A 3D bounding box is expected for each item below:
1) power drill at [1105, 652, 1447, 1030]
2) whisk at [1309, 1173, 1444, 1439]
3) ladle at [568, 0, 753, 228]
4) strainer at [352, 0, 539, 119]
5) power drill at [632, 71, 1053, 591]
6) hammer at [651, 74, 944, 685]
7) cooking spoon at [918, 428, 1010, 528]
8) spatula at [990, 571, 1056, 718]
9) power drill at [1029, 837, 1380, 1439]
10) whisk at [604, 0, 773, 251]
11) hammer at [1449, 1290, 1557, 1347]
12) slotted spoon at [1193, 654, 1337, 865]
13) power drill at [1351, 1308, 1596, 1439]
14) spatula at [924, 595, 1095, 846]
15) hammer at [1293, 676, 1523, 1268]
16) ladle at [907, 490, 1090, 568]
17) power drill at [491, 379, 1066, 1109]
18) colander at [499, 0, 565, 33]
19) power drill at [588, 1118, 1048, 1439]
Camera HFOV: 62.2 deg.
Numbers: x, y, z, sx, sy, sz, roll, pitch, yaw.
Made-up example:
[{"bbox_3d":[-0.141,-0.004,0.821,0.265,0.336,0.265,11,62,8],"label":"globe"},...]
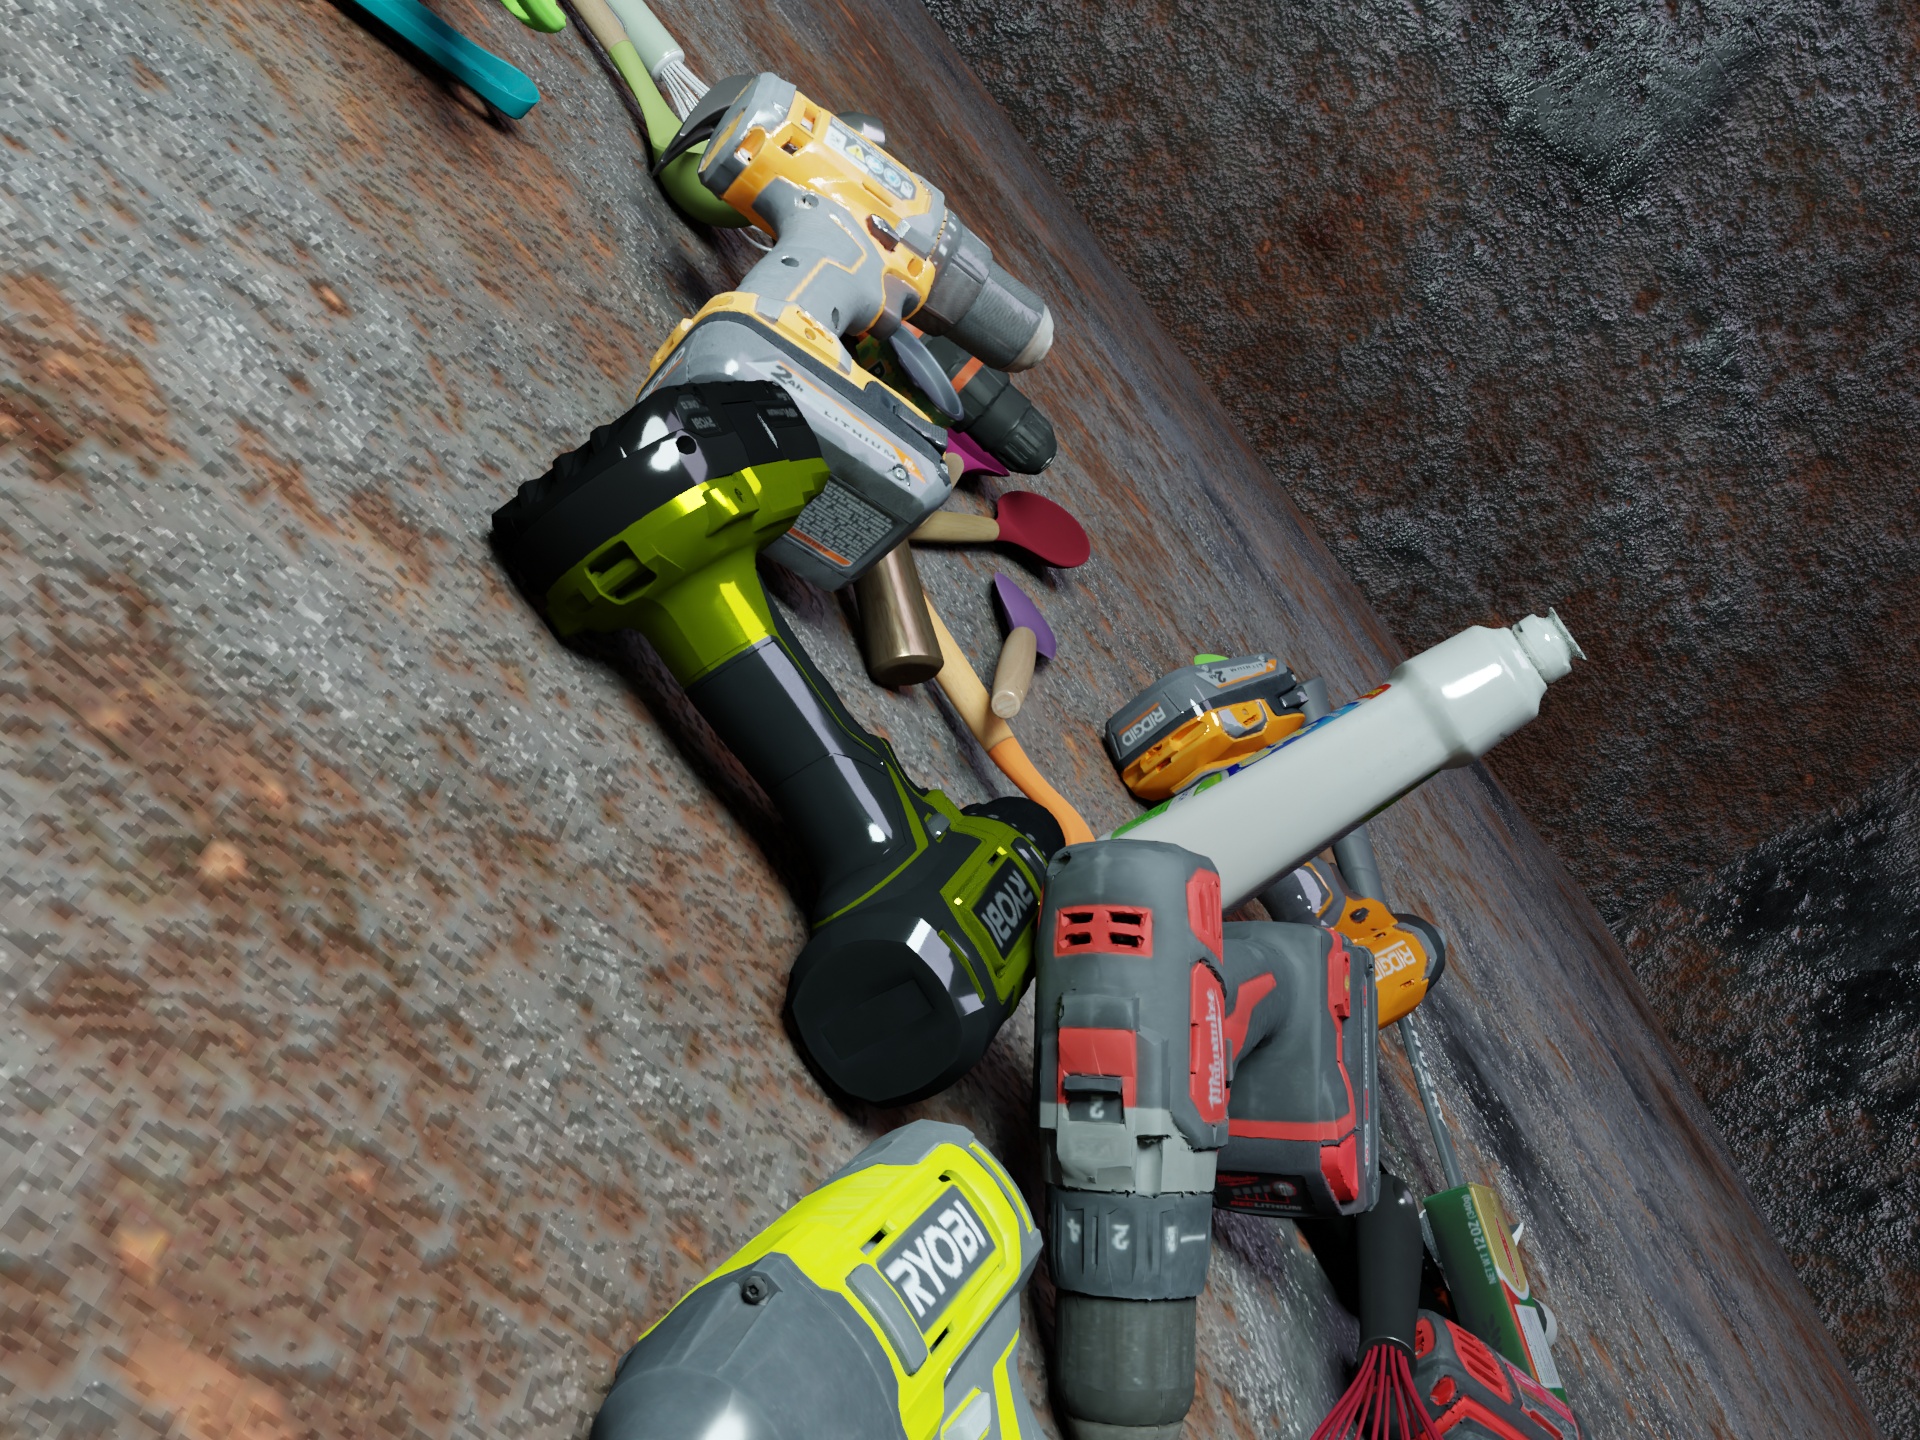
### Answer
[{"bbox_3d":[0.196,0.075,0.934,0.164,0.084,0.227,-10,67,-45],"label":"power drill"},{"bbox_3d":[0.164,0.259,0.612,0.073,0.073,0.296,54,22,-4],"label":"whisk"},{"bbox_3d":[-0.194,-0.397,0.871,0.078,0.062,0.320,-22,74,-51],"label":"ladle"},{"bbox_3d":[-0.258,-0.339,0.561,0.340,0.095,0.211,26,34,-52],"label":"strainer"},{"bbox_3d":[-0.041,-0.164,0.696,0.185,0.084,0.226,30,45,-25],"label":"power drill"},{"bbox_3d":[-0.064,-0.171,0.756,0.130,0.031,0.331,2,64,-37],"label":"hammer"},{"bbox_3d":[-0.008,-0.145,0.923,0.068,0.017,0.319,38,16,-6],"label":"cooking spoon"},{"bbox_3d":[0.030,-0.040,0.829,0.059,0.018,0.316,52,11,-7],"label":"spatula"},{"bbox_3d":[0.088,0.148,0.568,0.226,0.080,0.188,24,65,-61],"label":"power drill"},{"bbox_3d":[-0.166,-0.373,0.923,0.246,0.059,0.058,51,-17,-2],"label":"whisk"},{"bbox_3d":[0.328,0.435,0.786,0.146,0.035,0.335,37,27,-44],"label":"hammer"},{"bbox_3d":[0.239,0.074,1.106,0.313,0.031,0.070,58,13,-28],"label":"slotted spoon"},{"bbox_3d":[0.232,0.346,0.618,0.143,0.078,0.220,39,19,-11],"label":"power drill"},{"bbox_3d":[-0.001,-0.002,0.738,0.323,0.041,0.081,57,19,17],"label":"spatula"},{"bbox_3d":[0.276,0.149,1.027,0.149,0.036,0.409,34,39,-52],"label":"hammer"},{"bbox_3d":[0.009,-0.112,0.931,0.069,0.031,0.315,46,19,11],"label":"ladle"},{"bbox_3d":[-0.042,0.000,0.553,0.228,0.080,0.190,58,20,-3],"label":"power drill"},{"bbox_3d":[-0.207,-0.415,0.697,0.398,0.094,0.204,59,4,37],"label":"colander"},{"bbox_3d":[0.014,0.210,0.346,0.223,0.080,0.171,54,18,9],"label":"power drill"}]
